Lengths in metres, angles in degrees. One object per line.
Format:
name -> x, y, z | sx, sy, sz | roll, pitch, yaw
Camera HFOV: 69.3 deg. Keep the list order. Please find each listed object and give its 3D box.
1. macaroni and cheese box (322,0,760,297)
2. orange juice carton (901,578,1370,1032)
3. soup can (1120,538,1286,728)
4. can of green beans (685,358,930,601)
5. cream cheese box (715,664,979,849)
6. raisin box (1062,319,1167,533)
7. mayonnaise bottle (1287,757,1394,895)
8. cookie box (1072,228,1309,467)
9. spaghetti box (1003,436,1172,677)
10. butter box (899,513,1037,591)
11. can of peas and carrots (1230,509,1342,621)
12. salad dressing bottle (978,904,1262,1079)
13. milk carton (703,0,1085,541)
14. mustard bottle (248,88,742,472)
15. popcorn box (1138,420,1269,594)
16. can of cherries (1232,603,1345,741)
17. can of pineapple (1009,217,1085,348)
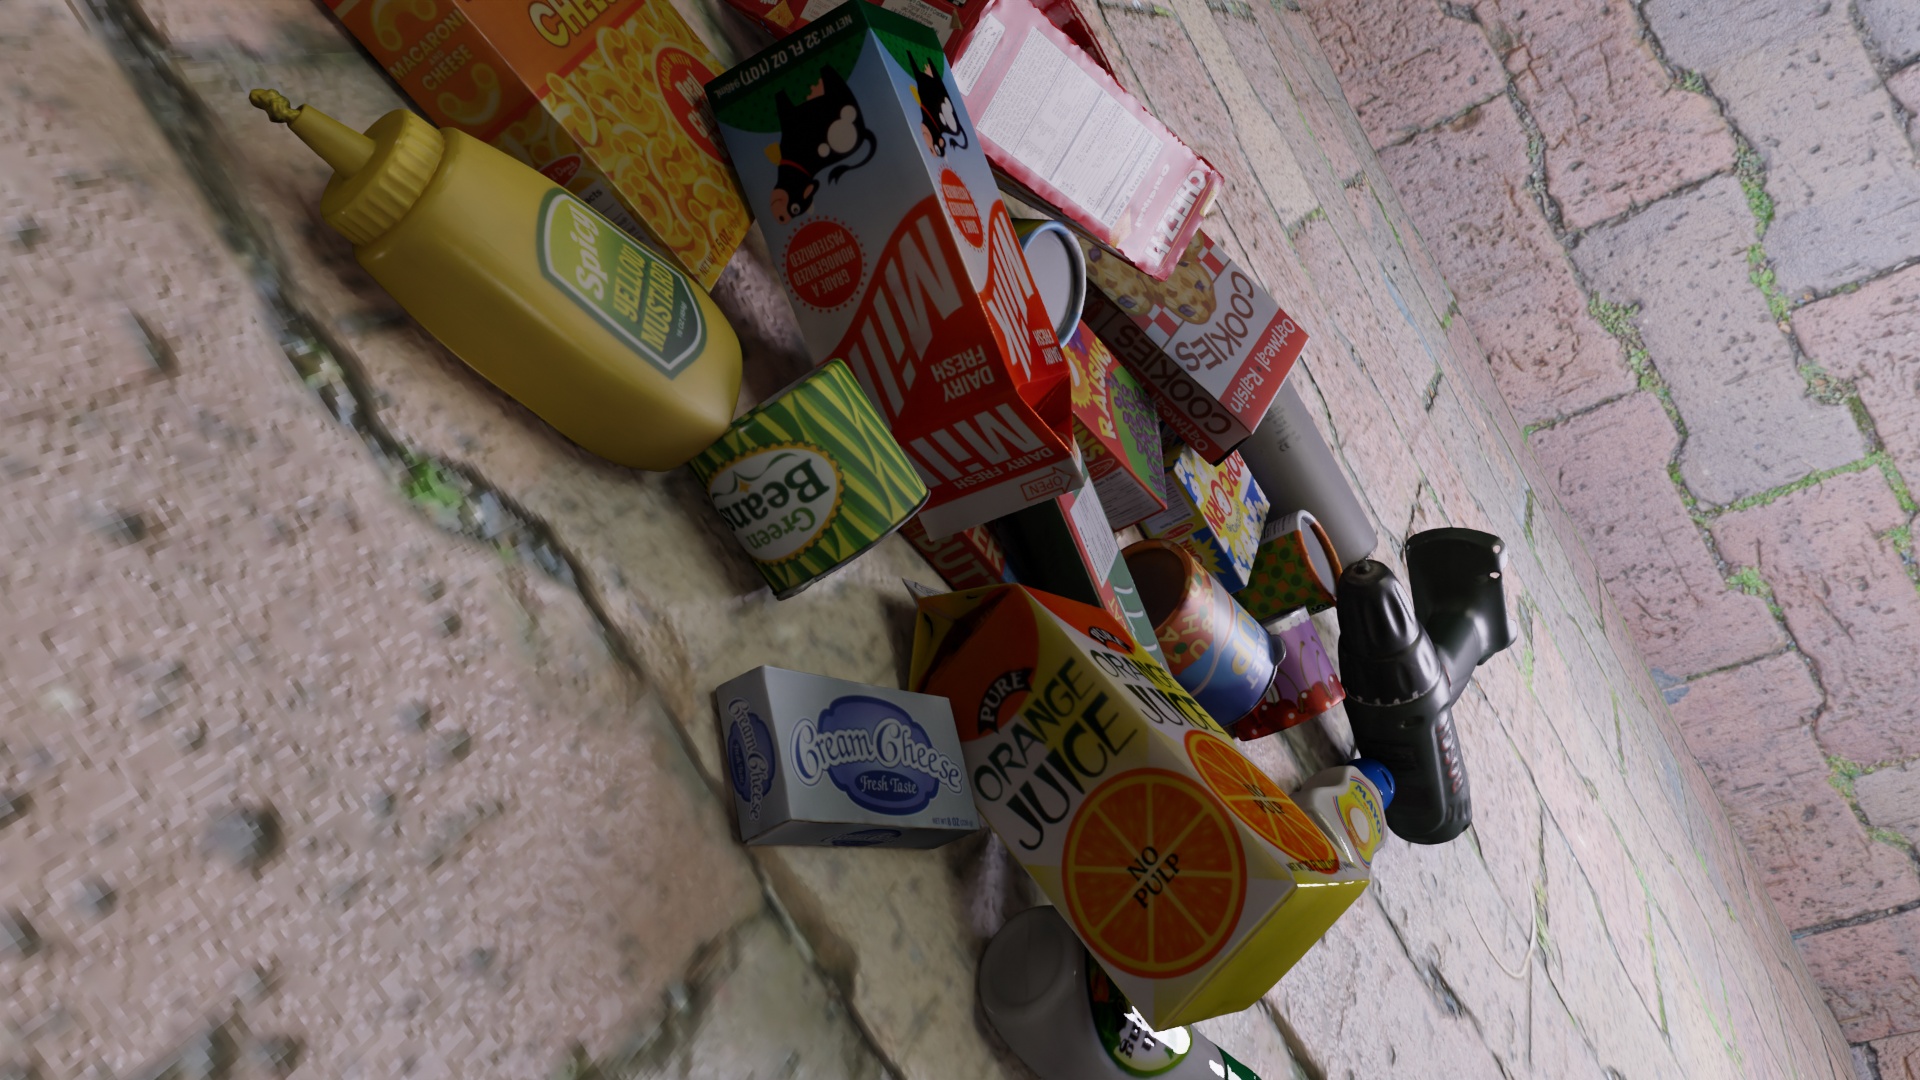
macaroni and cheese box -> -0.139, -0.170, 0.493 | 0.166, 0.040, 0.124 | 49, 30, -25
orange juice carton -> 0.050, 0.082, 0.522 | 0.193, 0.073, 0.072 | 47, 17, 33
soup can -> 0.112, 0.046, 0.699 | 0.083, 0.071, 0.072 | 41, 35, -35
can of green beans -> -0.053, -0.023, 0.484 | 0.057, 0.071, 0.071 | 57, 28, -11
cream cheese box -> -0.037, 0.076, 0.473 | 0.104, 0.024, 0.053 | 18, 50, -53
raisin box -> 0.062, -0.073, 0.750 | 0.123, 0.040, 0.086 | 41, 36, -34
mayonnaise bottle -> 0.224, 0.164, 0.819 | 0.148, 0.041, 0.065 | -16, 79, -61
cookie box -> 0.124, -0.141, 0.840 | 0.167, 0.040, 0.123 | 43, 46, -4
spaghetti box -> 0.065, 0.040, 0.625 | 0.249, 0.028, 0.050 | 66, 25, -16
butter box -> 0.002, -0.008, 0.610 | 0.103, 0.024, 0.053 | 48, 31, -28
can of peas and carrots -> 0.208, 0.023, 0.894 | 0.071, 0.058, 0.071 | 39, 36, -37
salad dressing bottle -> 0.067, 0.192, 0.529 | 0.147, 0.044, 0.064 | 44, 33, -32
milk carton -> -0.018, -0.098, 0.532 | 0.190, 0.072, 0.074 | 69, 24, -3
mustard bottle -> -0.135, -0.081, 0.414 | 0.160, 0.048, 0.065 | 36, 36, -41
popcorn box -> 0.147, -0.025, 0.853 | 0.085, 0.038, 0.127 | 57, 29, -12
can of cherries -> 0.175, 0.076, 0.788 | 0.072, 0.071, 0.058 | -15, 81, -62
can of pineapple -> 0.019, -0.123, 0.675 | 0.071, 0.058, 0.070 | -20, 115, -50
